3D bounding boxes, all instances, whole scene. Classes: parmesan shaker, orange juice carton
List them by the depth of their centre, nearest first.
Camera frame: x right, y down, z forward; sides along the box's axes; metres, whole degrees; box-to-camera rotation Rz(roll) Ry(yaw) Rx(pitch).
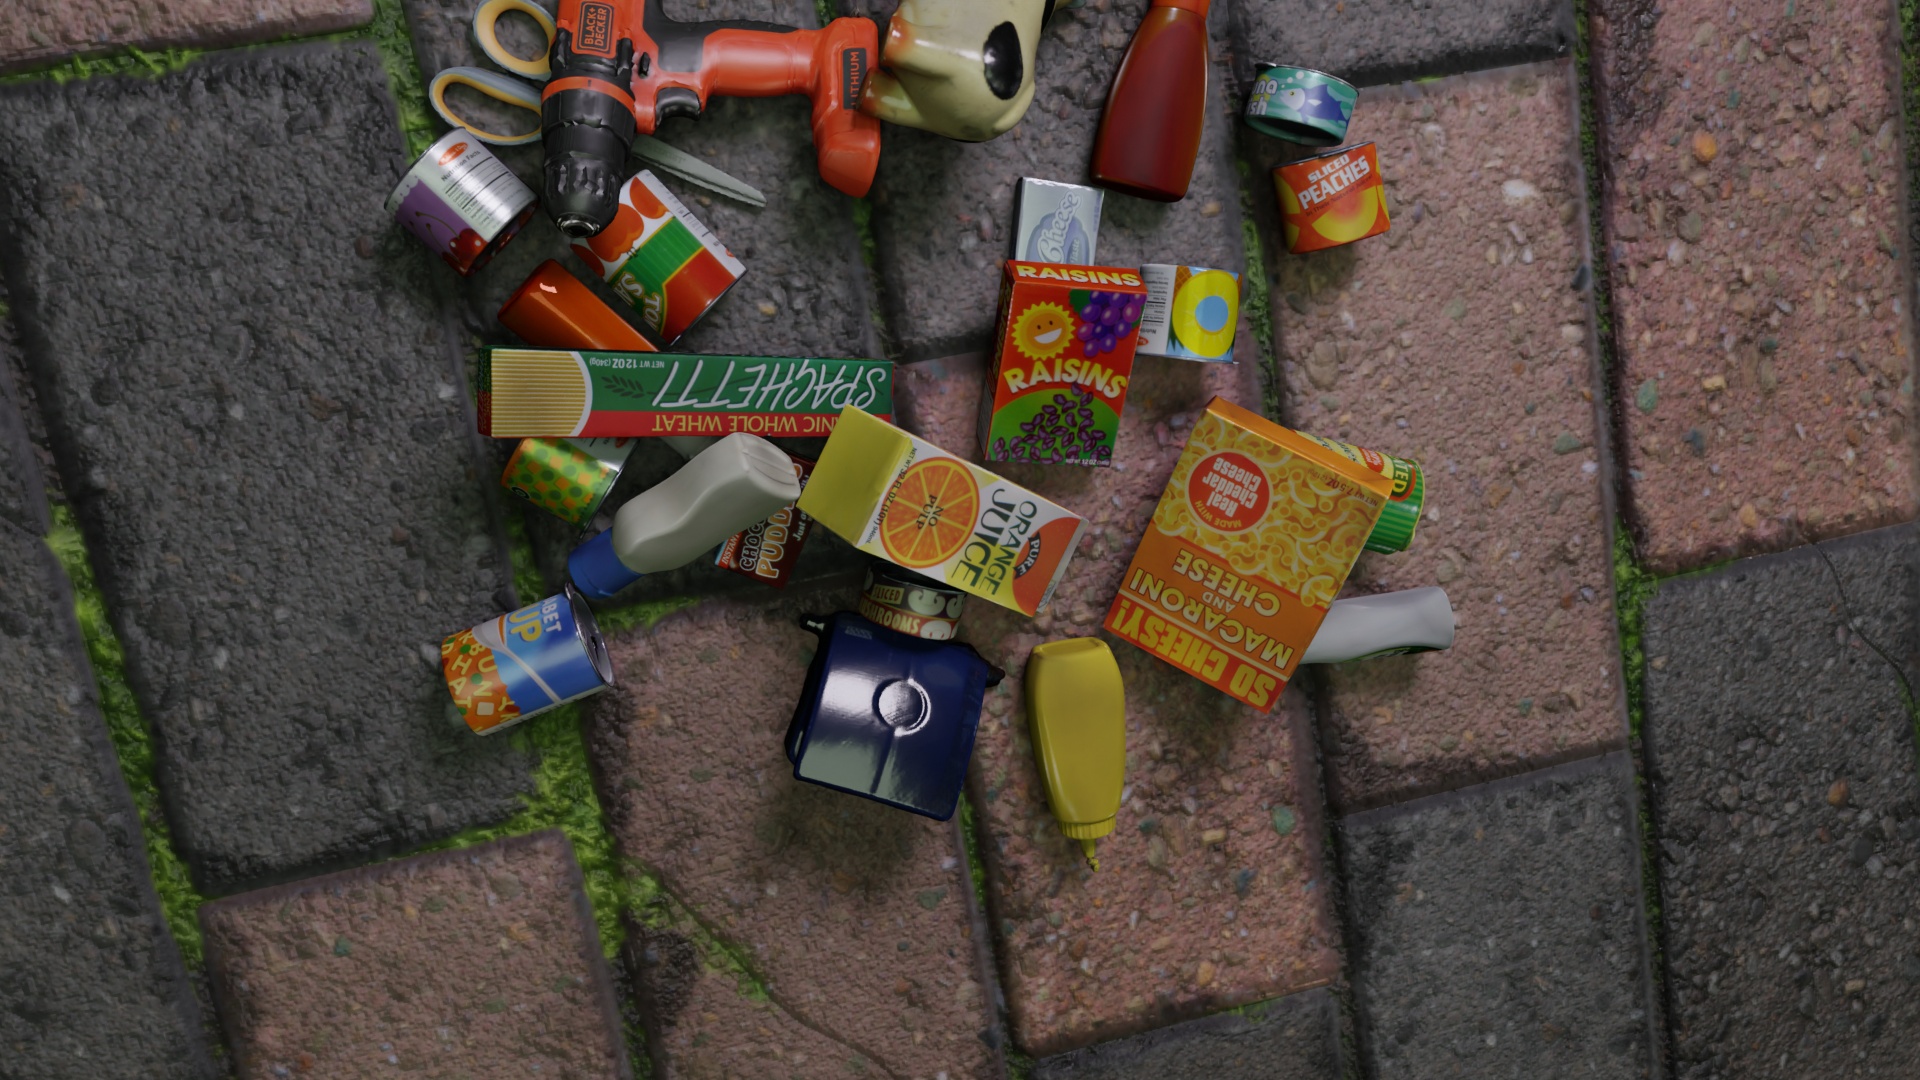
[{"bbox_3d":[0.003,-0.011,0.860,0.192,0.073,0.071,23,95,-40],"label":"orange juice carton"},{"bbox_3d":[0.244,-0.032,0.919,0.103,0.071,0.071,13,97,-12],"label":"parmesan shaker"}]

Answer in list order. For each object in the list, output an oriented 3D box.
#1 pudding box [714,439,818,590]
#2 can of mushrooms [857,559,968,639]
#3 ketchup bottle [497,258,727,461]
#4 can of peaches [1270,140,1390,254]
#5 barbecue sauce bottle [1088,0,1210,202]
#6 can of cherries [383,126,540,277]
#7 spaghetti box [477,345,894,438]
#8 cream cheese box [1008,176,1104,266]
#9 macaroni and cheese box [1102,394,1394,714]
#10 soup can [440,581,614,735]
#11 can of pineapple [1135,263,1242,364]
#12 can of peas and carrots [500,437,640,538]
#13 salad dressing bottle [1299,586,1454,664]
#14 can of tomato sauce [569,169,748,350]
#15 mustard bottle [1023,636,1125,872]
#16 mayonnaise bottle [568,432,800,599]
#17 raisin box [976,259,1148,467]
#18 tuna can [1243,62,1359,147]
[{"bbox_3d":[-0.118,-0.016,0.880,0.049,0.030,0.083,23,94,-11],"label":"pudding box"},{"bbox_3d":[-0.031,0.037,0.883,0.071,0.071,0.033,15,98,-12],"label":"can of mushrooms"},{"bbox_3d":[-0.204,-0.103,0.836,0.148,0.064,0.044,41,64,-22],"label":"ketchup bottle"},{"bbox_3d":[0.237,-0.219,0.888,0.071,0.071,0.058,-16,103,-7],"label":"can of peaches"},{"bbox_3d":[0.127,-0.292,0.871,0.065,0.044,0.148,12,96,-12],"label":"barbecue sauce bottle"},{"bbox_3d":[-0.288,-0.194,0.805,0.058,0.071,0.071,42,91,-14],"label":"can of cherries"},{"bbox_3d":[-0.153,-0.086,0.819,0.251,0.029,0.050,-3,101,-31],"label":"spaghetti box"},{"bbox_3d":[0.058,-0.176,0.887,0.053,0.024,0.103,5,98,-10],"label":"cream cheese box"},{"bbox_3d":[0.180,0.010,0.881,0.124,0.040,0.165,28,117,13],"label":"macaroni and cheese box"},{"bbox_3d":[-0.265,0.072,0.850,0.084,0.071,0.071,-21,102,-6],"label":"soup can"},{"bbox_3d":[0.146,-0.144,0.887,0.071,0.071,0.057,4,99,-10],"label":"can of pineapple"},{"bbox_3d":[-0.236,-0.045,0.837,0.059,0.071,0.071,31,93,-13],"label":"can of peas and carrots"},{"bbox_3d":[0.256,0.063,0.945,0.148,0.064,0.044,-8,88,0],"label":"salad dressing bottle"},{"bbox_3d":[-0.180,-0.166,0.826,0.071,0.071,0.083,-45,103,0],"label":"can of tomato sauce"},{"bbox_3d":[0.079,0.147,0.931,0.065,0.049,0.159,-7,101,-8],"label":"mustard bottle"},{"bbox_3d":[-0.172,-0.012,0.840,0.148,0.064,0.041,-28,65,20],"label":"mayonnaise bottle"},{"bbox_3d":[0.062,-0.110,0.869,0.086,0.040,0.122,3,123,-9],"label":"raisin box"},{"bbox_3d":[0.212,-0.274,0.876,0.071,0.071,0.032,14,97,-12],"label":"tuna can"}]
